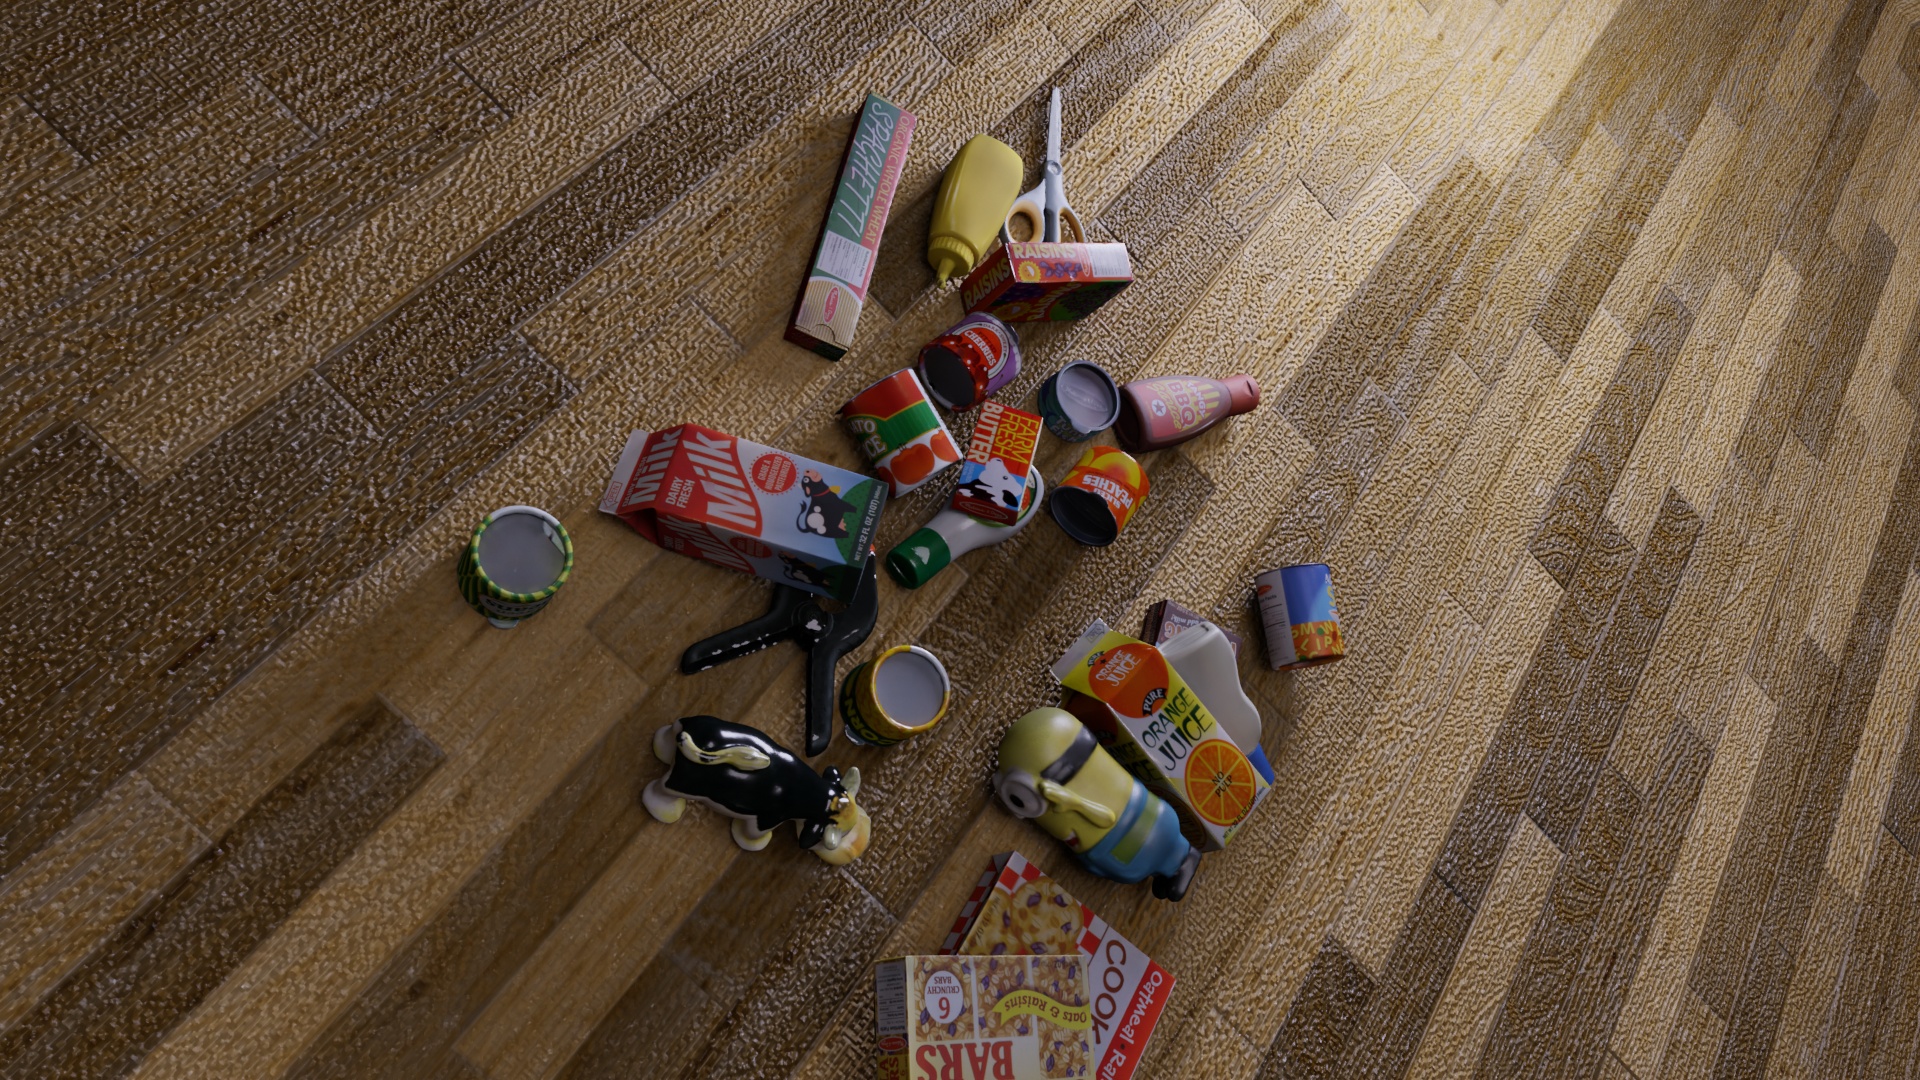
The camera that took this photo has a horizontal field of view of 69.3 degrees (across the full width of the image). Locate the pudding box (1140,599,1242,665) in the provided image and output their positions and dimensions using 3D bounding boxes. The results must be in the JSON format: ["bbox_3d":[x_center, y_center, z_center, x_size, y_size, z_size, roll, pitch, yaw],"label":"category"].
[{"bbox_3d":[0.196,0.091,1.186,0.083,0.030,0.050,28,63,-17],"label":"pudding box"}]

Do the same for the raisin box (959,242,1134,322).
[{"bbox_3d":[0.074,-0.223,1.197,0.124,0.086,0.040,-7,79,-30],"label":"raisin box"}]

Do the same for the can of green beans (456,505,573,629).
[{"bbox_3d":[-0.298,0.016,0.929,0.071,0.057,0.071,9,69,-25],"label":"can of green beans"}]

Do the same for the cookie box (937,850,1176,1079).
[{"bbox_3d":[0.066,0.331,1.027,0.167,0.040,0.123,40,59,-10],"label":"cookie box"}]

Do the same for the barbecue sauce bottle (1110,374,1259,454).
[{"bbox_3d":[0.206,-0.121,1.258,0.149,0.043,0.065,-15,79,-32],"label":"barbecue sauce bottle"}]

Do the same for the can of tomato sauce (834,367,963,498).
[{"bbox_3d":[-0.048,-0.083,1.095,0.071,0.071,0.083,-30,89,-33],"label":"can of tomato sauce"}]

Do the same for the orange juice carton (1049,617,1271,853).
[{"bbox_3d":[0.152,0.156,1.114,0.072,0.072,0.192,-42,94,-31],"label":"orange juice carton"}]

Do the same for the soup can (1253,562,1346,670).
[{"bbox_3d":[0.303,0.068,1.230,0.071,0.071,0.084,0,74,-29],"label":"soup can"}]

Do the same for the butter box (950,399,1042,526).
[{"bbox_3d":[0.030,-0.062,1.107,0.053,0.024,0.104,17,53,-1],"label":"butter box"}]

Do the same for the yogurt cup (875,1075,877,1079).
[{"bbox_3d":[-0.021,0.382,0.948,0.054,0.072,0.073,30,61,-26],"label":"yogurt cup"}]

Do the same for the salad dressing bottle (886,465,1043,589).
[{"bbox_3d":[0.004,-0.014,1.111,0.148,0.043,0.064,-38,86,-33],"label":"salad dressing bottle"}]

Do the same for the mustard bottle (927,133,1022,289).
[{"bbox_3d":[0.004,-0.277,1.201,0.065,0.048,0.161,29,62,-14],"label":"mustard bottle"}]

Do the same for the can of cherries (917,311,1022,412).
[{"bbox_3d":[0.008,-0.148,1.144,0.059,0.071,0.071,-38,93,-32],"label":"can of cherries"}]

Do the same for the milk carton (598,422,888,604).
[{"bbox_3d":[-0.155,-0.024,0.996,0.191,0.073,0.072,18,65,-3],"label":"milk carton"}]

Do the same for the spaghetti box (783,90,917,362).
[{"bbox_3d":[-0.089,-0.265,1.158,0.050,0.028,0.251,23,63,-20],"label":"spaghetti box"}]

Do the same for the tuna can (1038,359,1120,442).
[{"bbox_3d":[0.103,-0.118,1.207,0.071,0.032,0.071,10,69,-25],"label":"tuna can"}]

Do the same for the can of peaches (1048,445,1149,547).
[{"bbox_3d":[0.118,-0.039,1.165,0.071,0.071,0.058,46,57,-7],"label":"can of peaches"}]

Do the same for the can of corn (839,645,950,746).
[{"bbox_3d":[-0.050,0.117,1.027,0.071,0.058,0.071,10,68,-25],"label":"can of corn"}]

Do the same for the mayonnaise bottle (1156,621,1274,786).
[{"bbox_3d":[0.215,0.143,1.152,0.065,0.041,0.147,-29,106,-4],"label":"mayonnaise bottle"}]

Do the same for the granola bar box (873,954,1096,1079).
[{"bbox_3d":[0.018,0.341,0.926,0.165,0.039,0.124,14,63,-39],"label":"granola bar box"}]
